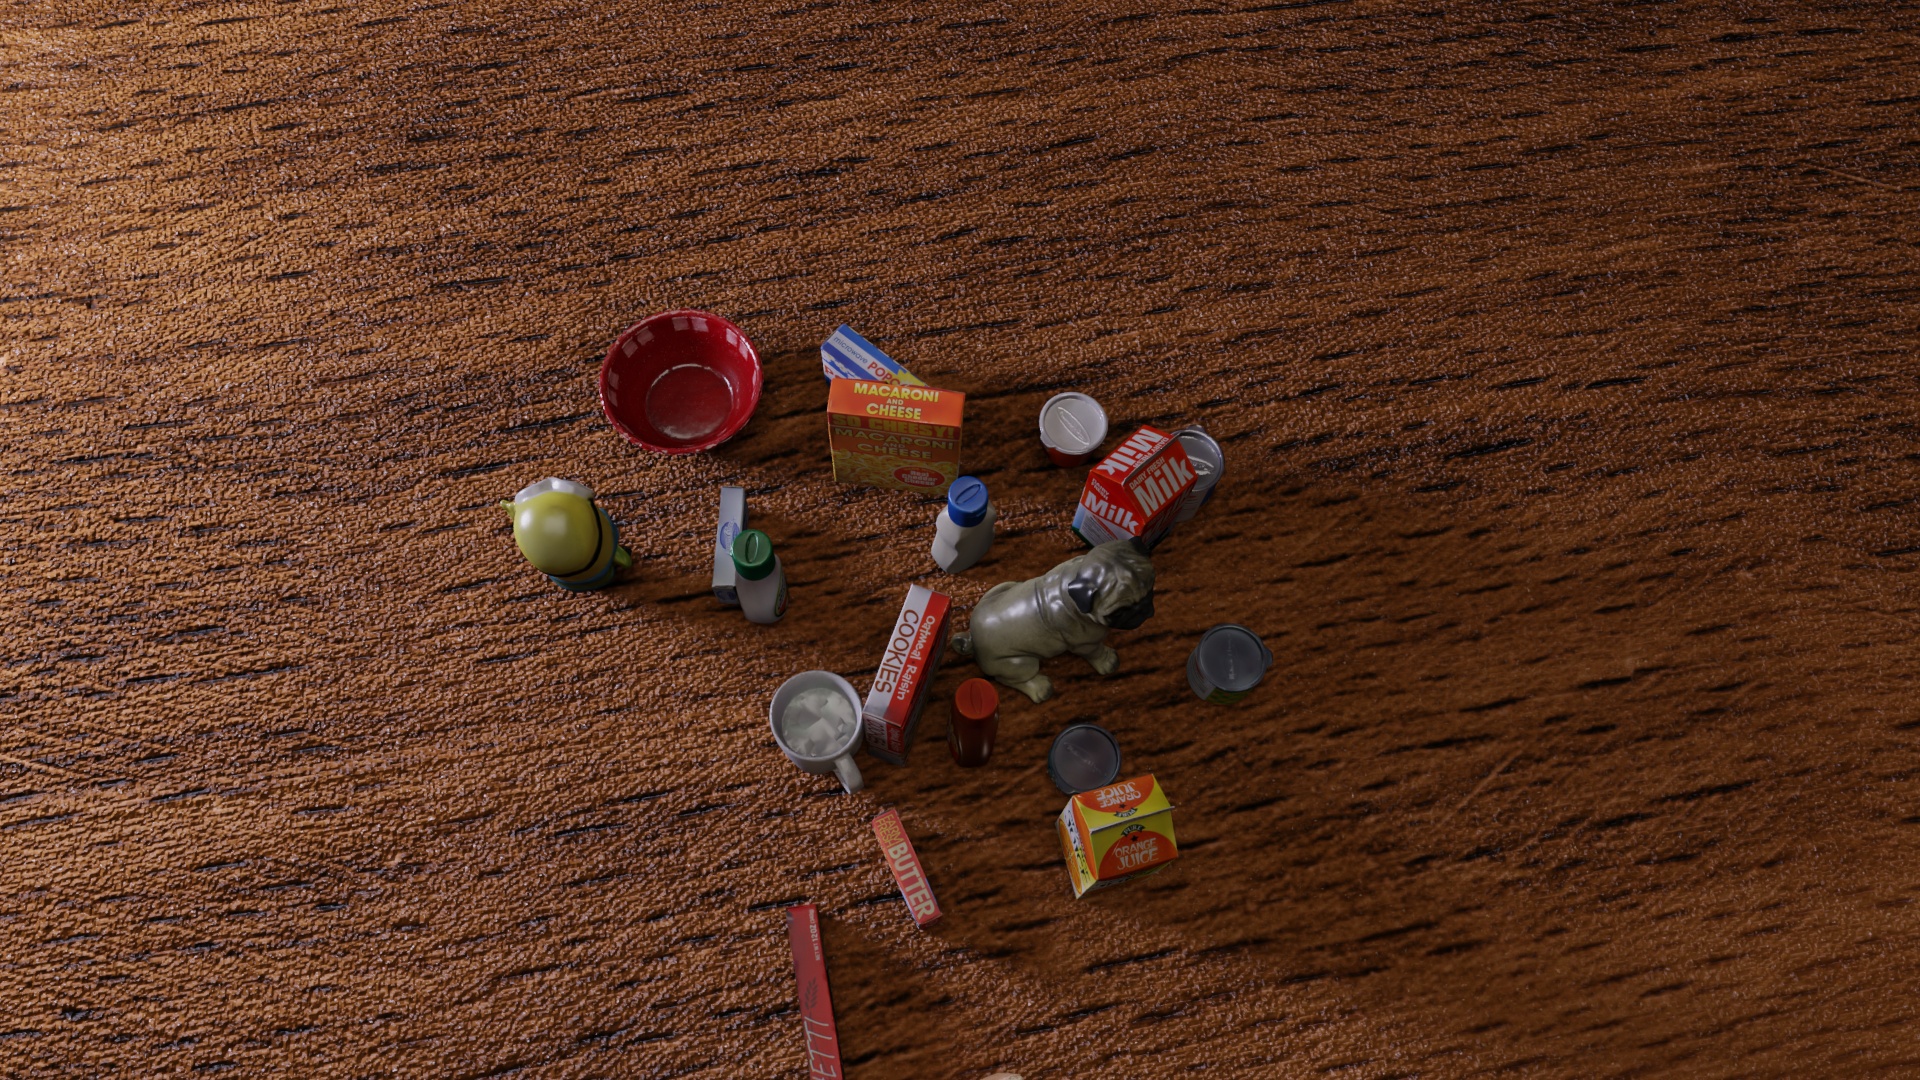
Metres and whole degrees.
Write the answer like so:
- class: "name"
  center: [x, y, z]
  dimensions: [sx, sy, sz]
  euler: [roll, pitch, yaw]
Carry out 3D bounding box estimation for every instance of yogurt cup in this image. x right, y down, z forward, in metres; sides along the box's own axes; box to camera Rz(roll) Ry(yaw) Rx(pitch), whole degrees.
- class: "yogurt cup"
  center: [0.111, -0.108, 1.395]
  dimensions: [0.072, 0.053, 0.072]
  euler: [1, 69, -2]

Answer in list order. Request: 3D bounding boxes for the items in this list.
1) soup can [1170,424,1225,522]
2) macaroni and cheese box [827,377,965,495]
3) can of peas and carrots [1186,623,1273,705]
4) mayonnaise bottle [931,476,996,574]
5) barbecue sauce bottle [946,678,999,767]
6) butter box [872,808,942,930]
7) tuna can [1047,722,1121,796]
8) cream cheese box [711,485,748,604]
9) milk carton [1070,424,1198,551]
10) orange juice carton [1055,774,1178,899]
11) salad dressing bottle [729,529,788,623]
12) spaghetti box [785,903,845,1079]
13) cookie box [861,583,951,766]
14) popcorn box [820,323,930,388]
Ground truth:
- class: "soup can"
  center: [0.220, -0.065, 1.367]
  dimensions: [0.071, 0.083, 0.071]
  euler: [1, 69, -2]
- class: "macaroni and cheese box"
  center: [-0.061, -0.097, 1.324]
  dimensions: [0.124, 0.166, 0.040]
  euler: [7, 69, 0]
- class: "can of peas and carrots"
  center: [0.253, 0.118, 1.312]
  dimensions: [0.071, 0.058, 0.071]
  euler: [1, 69, -2]
- class: "mayonnaise bottle"
  center: [0.005, -0.016, 1.305]
  dimensions: [0.065, 0.147, 0.041]
  euler: [-37, 75, -14]
- class: "barbecue sauce bottle"
  center: [0.012, 0.158, 1.238]
  dimensions: [0.044, 0.148, 0.065]
  euler: [-5, 70, -4]
- class: "butter box"
  center: [-0.048, 0.293, 1.235]
  dimensions: [0.024, 0.053, 0.104]
  euler: [-23, 72, -10]
- class: "tuna can"
  center: [0.113, 0.206, 1.286]
  dimensions: [0.071, 0.032, 0.071]
  euler: [1, 69, -2]
- class: "cream cheese box"
  center: [-0.221, 0.005, 1.338]
  dimensions: [0.024, 0.053, 0.104]
  euler: [2, 69, -2]
- class: "milk carton"
  center: [0.163, -0.041, 1.299]
  dimensions: [0.072, 0.190, 0.073]
  euler: [-40, 76, -15]
- class: "orange juice carton"
  center: [0.133, 0.252, 1.184]
  dimensions: [0.072, 0.192, 0.073]
  euler: [-13, 71, -7]
- class: "salad dressing bottle"
  center: [-0.185, 0.032, 1.279]
  dimensions: [0.044, 0.147, 0.064]
  euler: [4, 69, -1]
- class: "spaghetti box"
  center: [-0.116, 0.438, 1.179]
  dimensions: [0.029, 0.050, 0.251]
  euler: [-10, 70, -6]
- class: "cookie box"
  center: [-0.046, 0.124, 1.239]
  dimensions: [0.040, 0.167, 0.123]
  euler: [18, 70, 5]
- class: "popcorn box"
  center: [-0.079, -0.151, 1.387]
  dimensions: [0.127, 0.085, 0.038]
  euler: [38, 73, 11]
